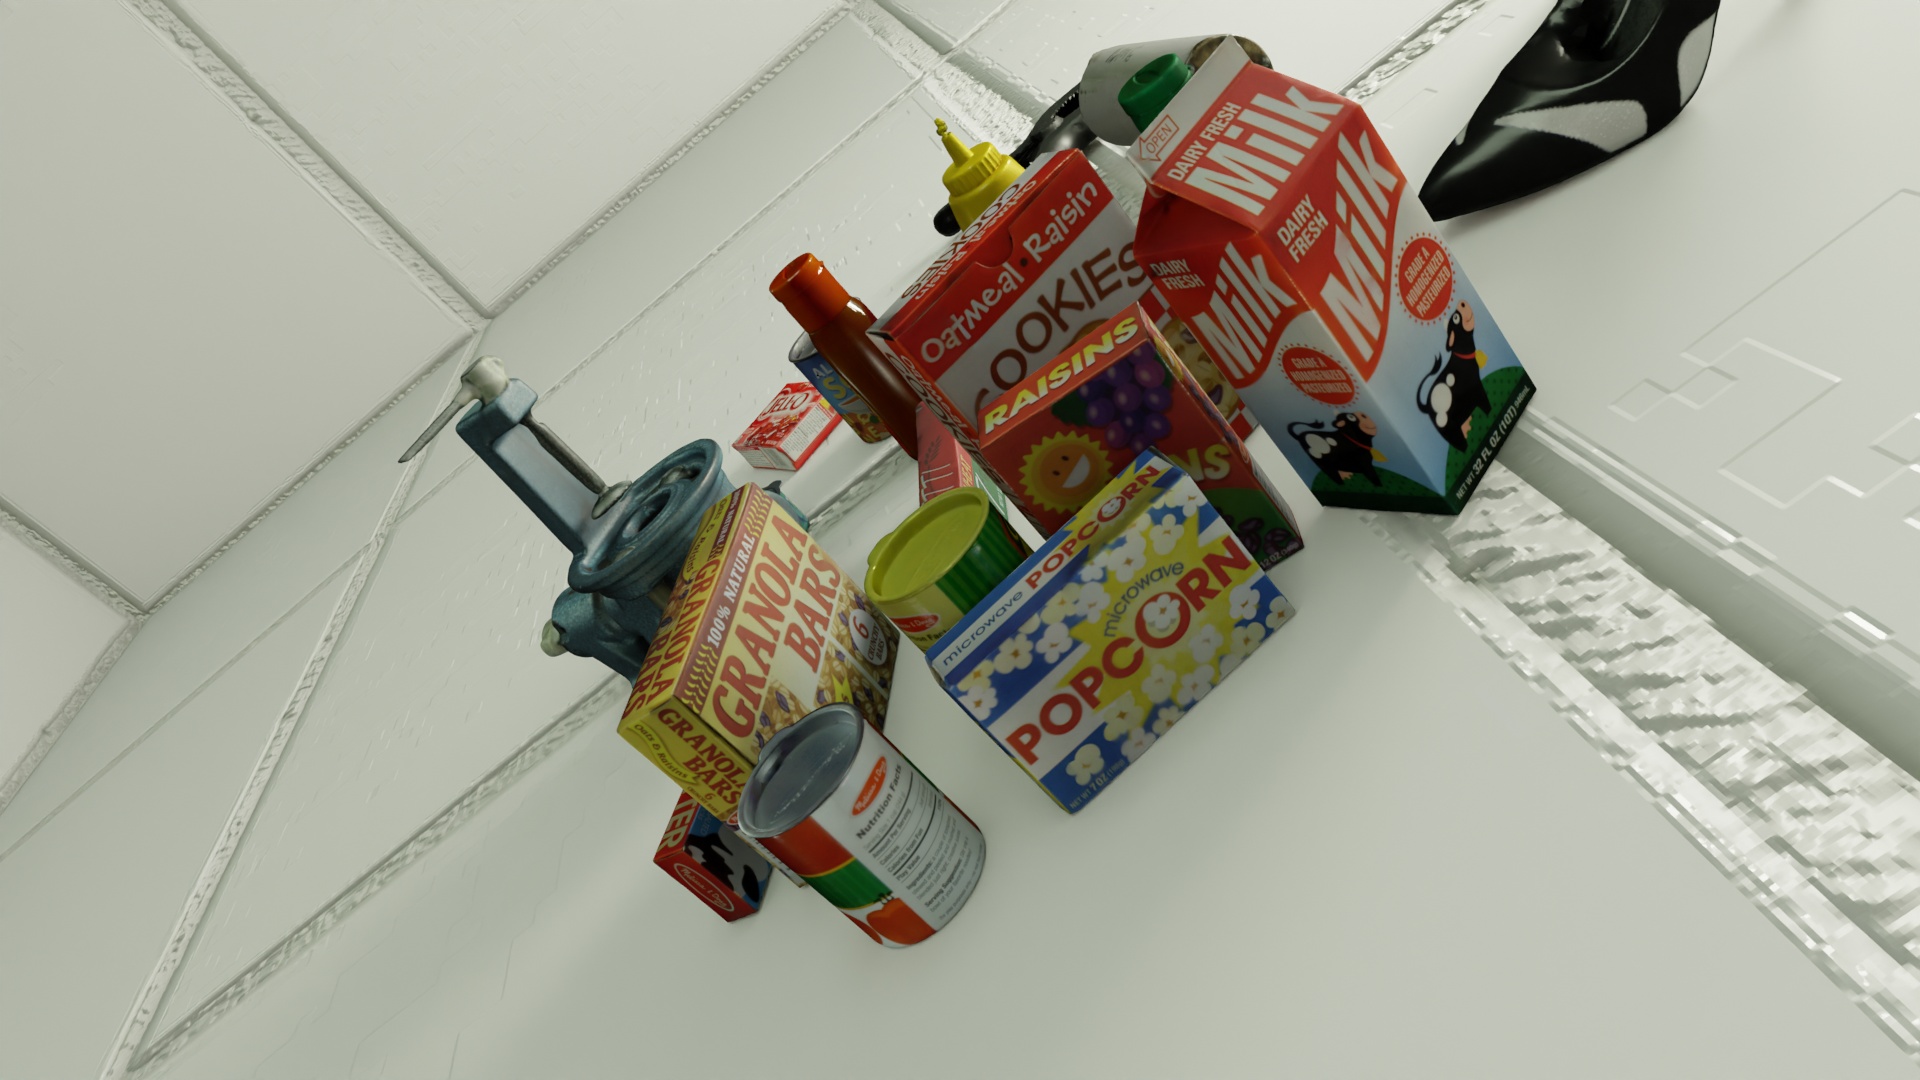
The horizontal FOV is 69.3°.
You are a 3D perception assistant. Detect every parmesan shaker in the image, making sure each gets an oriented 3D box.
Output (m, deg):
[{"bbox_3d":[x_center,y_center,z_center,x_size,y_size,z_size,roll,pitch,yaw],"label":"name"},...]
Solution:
[{"bbox_3d":[0.014,0.035,0.605,0.071,0.103,0.072,-33,27,19],"label":"parmesan shaker"}]

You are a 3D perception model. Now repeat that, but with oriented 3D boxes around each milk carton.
[{"bbox_3d":[0.137,-0.099,0.541,0.072,0.190,0.073,-51,27,-18],"label":"milk carton"}]

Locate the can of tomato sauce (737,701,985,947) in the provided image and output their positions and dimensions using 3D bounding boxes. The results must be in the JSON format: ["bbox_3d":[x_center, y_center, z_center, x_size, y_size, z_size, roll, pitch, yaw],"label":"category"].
[{"bbox_3d":[-0.041,0.118,0.577,0.071,0.083,0.071,-33,27,19],"label":"can of tomato sauce"}]

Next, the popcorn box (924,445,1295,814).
[{"bbox_3d":[0.060,0.037,0.559,0.127,0.085,0.038,-43,25,-1],"label":"popcorn box"}]

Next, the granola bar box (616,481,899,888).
[{"bbox_3d":[-0.090,0.065,0.680,0.039,0.124,0.166,-30,28,24],"label":"granola bar box"}]

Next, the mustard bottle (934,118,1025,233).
[{"bbox_3d":[0.032,-0.201,0.882,0.065,0.160,0.049,-45,25,-6],"label":"mustard bottle"}]

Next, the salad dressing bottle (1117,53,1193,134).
[{"bbox_3d":[0.137,-0.182,0.719,0.044,0.147,0.064,-40,25,4],"label":"salad dressing bottle"}]

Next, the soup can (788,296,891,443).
[{"bbox_3d":[-0.070,-0.120,0.986,0.071,0.083,0.072,-33,27,19],"label":"soup can"}]

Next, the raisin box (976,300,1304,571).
[{"bbox_3d":[0.077,-0.027,0.591,0.086,0.123,0.040,-33,27,19],"label":"raisin box"}]

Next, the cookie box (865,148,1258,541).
[{"bbox_3d":[0.055,-0.079,0.651,0.123,0.167,0.040,-47,26,-10],"label":"cookie box"}]

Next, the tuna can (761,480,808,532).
[{"bbox_3d":[-0.138,-0.006,0.963,0.071,0.032,0.071,-33,27,19],"label":"tuna can"}]

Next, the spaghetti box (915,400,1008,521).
[{"bbox_3d":[0.003,-0.009,0.752,0.028,0.050,0.251,-34,27,16],"label":"spaghetti box"}]

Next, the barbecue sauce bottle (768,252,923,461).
[{"bbox_3d":[-0.062,-0.120,0.900,0.043,0.148,0.065,-37,26,11],"label":"barbecue sauce bottle"}]

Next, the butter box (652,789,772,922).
[{"bbox_3d":[-0.112,0.131,0.690,0.024,0.053,0.104,-27,29,30],"label":"butter box"}]
